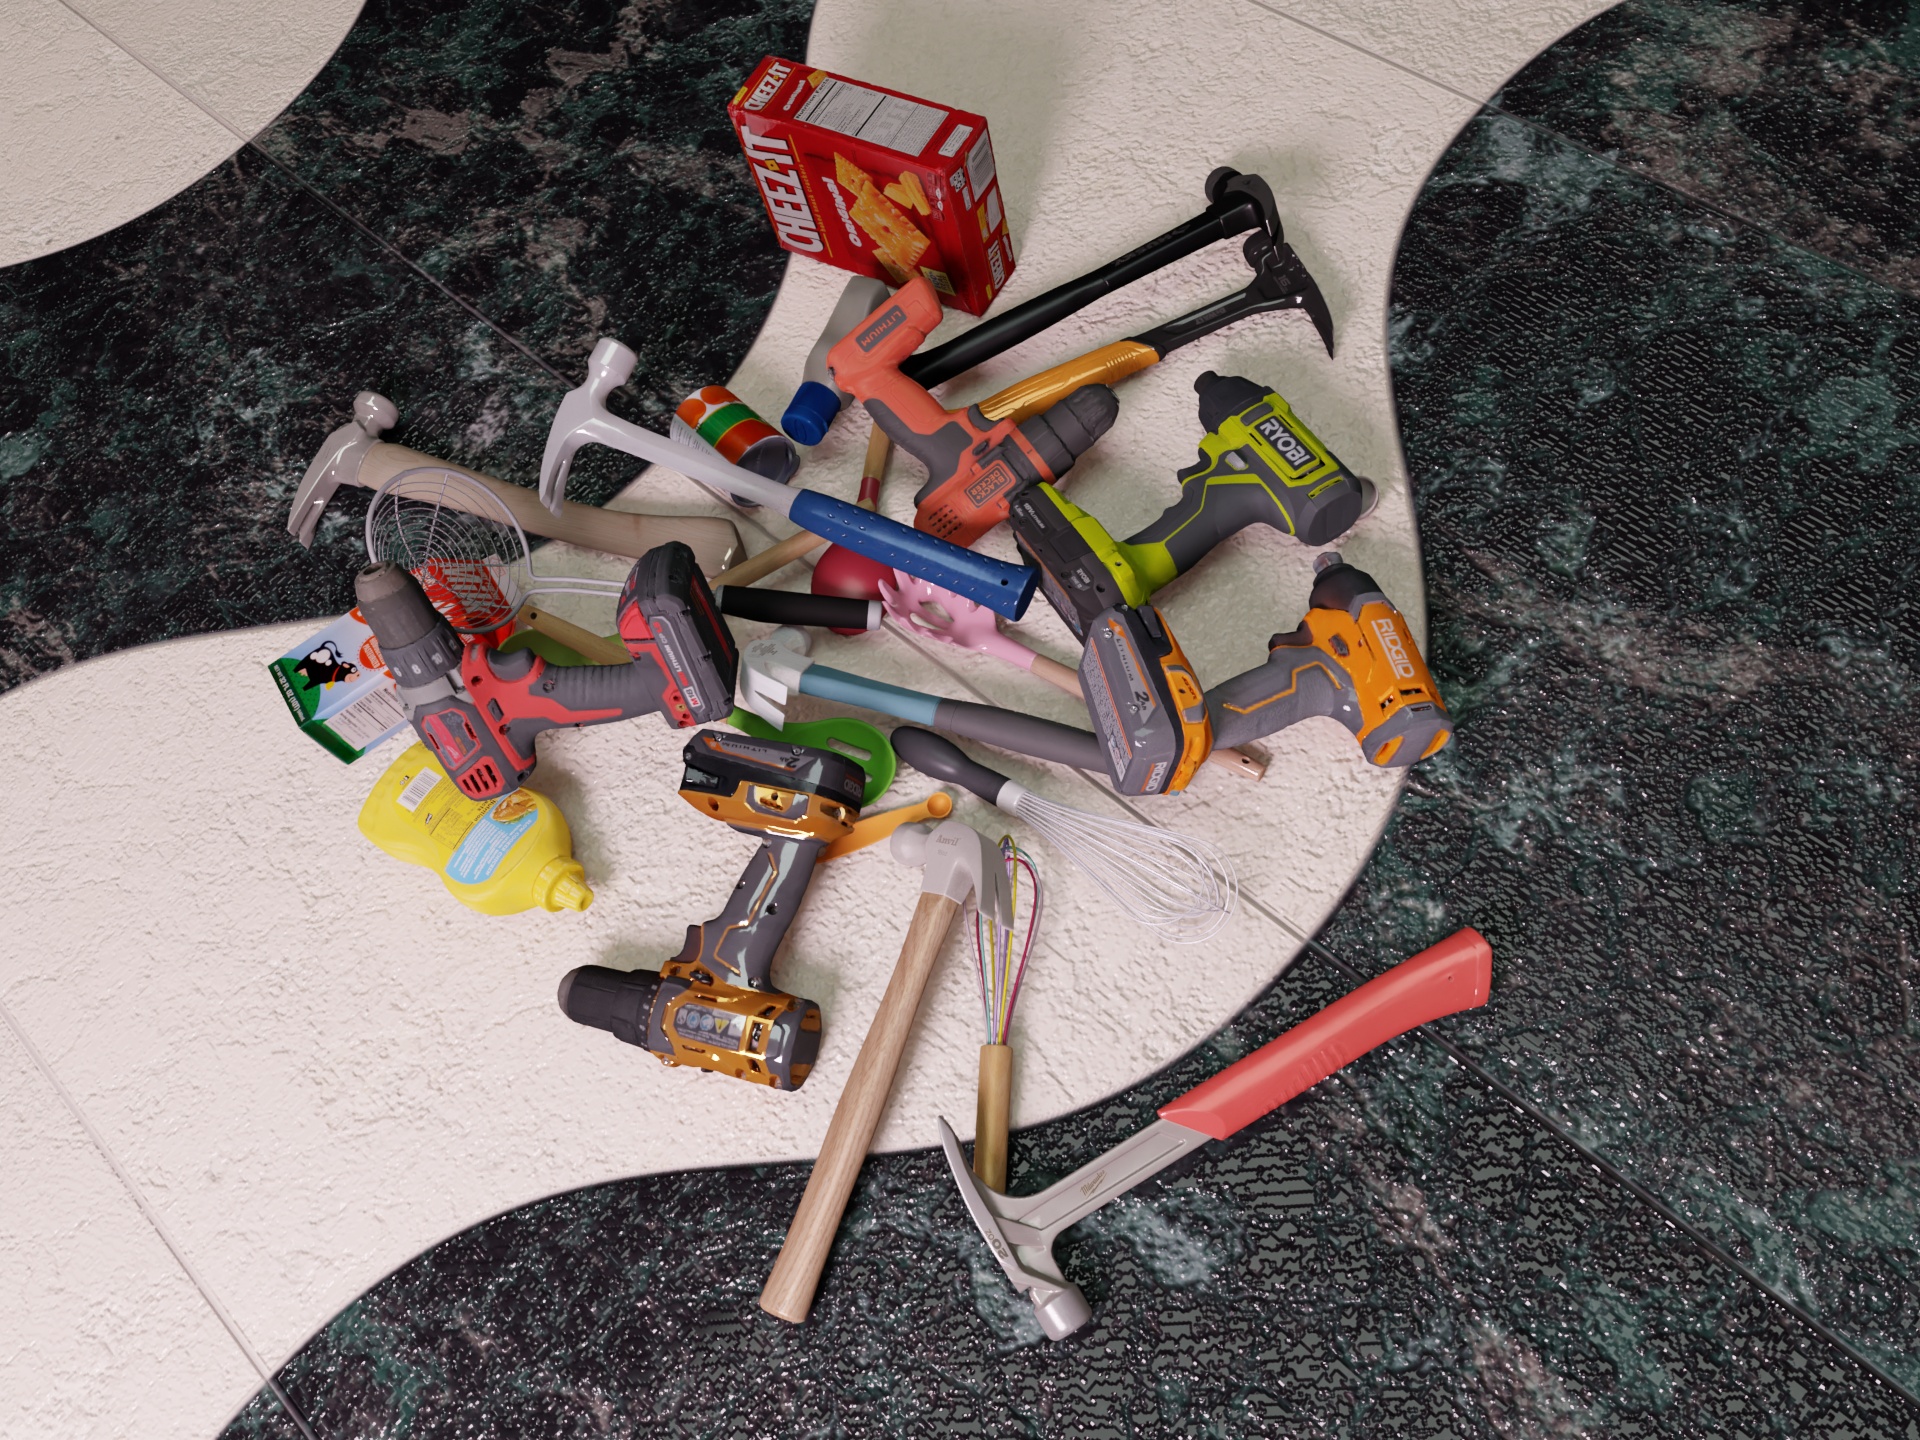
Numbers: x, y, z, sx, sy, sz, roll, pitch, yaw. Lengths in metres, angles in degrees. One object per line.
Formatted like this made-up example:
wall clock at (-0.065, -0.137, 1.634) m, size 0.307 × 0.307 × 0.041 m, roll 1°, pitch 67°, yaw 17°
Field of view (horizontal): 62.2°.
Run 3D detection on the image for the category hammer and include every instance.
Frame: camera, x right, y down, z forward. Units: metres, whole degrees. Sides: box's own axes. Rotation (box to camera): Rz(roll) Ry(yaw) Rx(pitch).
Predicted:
hammer at (-0.365, -0.168, 1.311) m, size 0.411 × 0.038 × 0.146 m, roll 16°, pitch 70°, yaw 19°
hammer at (-0.134, -0.160, 1.192) m, size 0.405 × 0.035 × 0.144 m, roll 23°, pitch 80°, yaw 16°
hammer at (-0.052, 0.221, 1.029) m, size 0.130 × 0.031 × 0.331 m, roll 0°, pitch 65°, yaw 54°
hammer at (-0.002, -0.004, 1.126) m, size 0.331 × 0.033 × 0.128 m, roll 14°, pitch 24°, yaw 12°
hammer at (0.168, 0.224, 0.986) m, size 0.359 × 0.036 × 0.149 m, roll -30°, pitch 77°, yaw -5°
hammer at (0.100, -0.341, 1.268) m, size 0.335 × 0.035 × 0.146 m, roll -27°, pitch 35°, yaw 2°
hammer at (0.125, -0.277, 1.258) m, size 0.337 × 0.034 × 0.127 m, roll -23°, pitch 60°, yaw 1°

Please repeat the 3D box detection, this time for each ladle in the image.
ladle at (-0.065, -0.211, 1.273) m, size 0.069 × 0.031 × 0.316 m, roll 3°, pitch 63°, yaw 14°
ladle at (-0.209, -0.093, 1.214) m, size 0.320 × 0.062 × 0.078 m, roll -28°, pitch 74°, yaw 2°

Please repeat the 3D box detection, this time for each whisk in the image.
whisk at (0.025, 0.194, 1.047) m, size 0.047 × 0.051 × 0.245 m, roll -16°, pitch 61°, yaw 40°
whisk at (0.064, 0.066, 1.092) m, size 0.285 × 0.070 × 0.070 m, roll 28°, pitch 73°, yaw 28°

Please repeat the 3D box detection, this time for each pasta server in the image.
pasta server at (0.077, -0.034, 1.146) m, size 0.316 × 0.040 × 0.060 m, roll 28°, pitch 64°, yaw 22°

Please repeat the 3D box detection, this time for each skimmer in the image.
skimmer at (-0.236, -0.108, 1.153) m, size 0.363 × 0.090 × 0.127 m, roll 6°, pitch 63°, yaw -4°

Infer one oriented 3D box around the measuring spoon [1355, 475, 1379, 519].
measuring spoon at (0.270, -0.191, 1.196) m, size 0.034 × 0.018 × 0.124 m, roll -44°, pitch 55°, yaw 10°

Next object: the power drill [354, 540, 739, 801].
power drill at (-0.284, -0.050, 1.094) m, size 0.226 × 0.187 × 0.080 m, roll -17°, pitch 34°, yaw 7°

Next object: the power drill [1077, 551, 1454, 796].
power drill at (0.200, -0.037, 1.074) m, size 0.226 × 0.084 × 0.164 m, roll -8°, pitch 59°, yaw -12°

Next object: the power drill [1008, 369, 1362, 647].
power drill at (0.156, -0.161, 1.169) m, size 0.223 × 0.080 × 0.171 m, roll -30°, pitch 57°, yaw -6°

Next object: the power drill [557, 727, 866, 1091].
power drill at (-0.170, 0.124, 1.087) m, size 0.185 × 0.084 × 0.226 m, roll 9°, pitch 80°, yaw 17°

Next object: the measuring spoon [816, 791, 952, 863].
measuring spoon at (-0.059, 0.079, 1.137) m, size 0.117 × 0.011 × 0.021 m, roll -21°, pitch 63°, yaw 6°

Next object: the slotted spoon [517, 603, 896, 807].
slotted spoon at (-0.189, -0.017, 1.168) m, size 0.314 × 0.031 × 0.070 m, roll 25°, pitch 78°, yaw 9°
